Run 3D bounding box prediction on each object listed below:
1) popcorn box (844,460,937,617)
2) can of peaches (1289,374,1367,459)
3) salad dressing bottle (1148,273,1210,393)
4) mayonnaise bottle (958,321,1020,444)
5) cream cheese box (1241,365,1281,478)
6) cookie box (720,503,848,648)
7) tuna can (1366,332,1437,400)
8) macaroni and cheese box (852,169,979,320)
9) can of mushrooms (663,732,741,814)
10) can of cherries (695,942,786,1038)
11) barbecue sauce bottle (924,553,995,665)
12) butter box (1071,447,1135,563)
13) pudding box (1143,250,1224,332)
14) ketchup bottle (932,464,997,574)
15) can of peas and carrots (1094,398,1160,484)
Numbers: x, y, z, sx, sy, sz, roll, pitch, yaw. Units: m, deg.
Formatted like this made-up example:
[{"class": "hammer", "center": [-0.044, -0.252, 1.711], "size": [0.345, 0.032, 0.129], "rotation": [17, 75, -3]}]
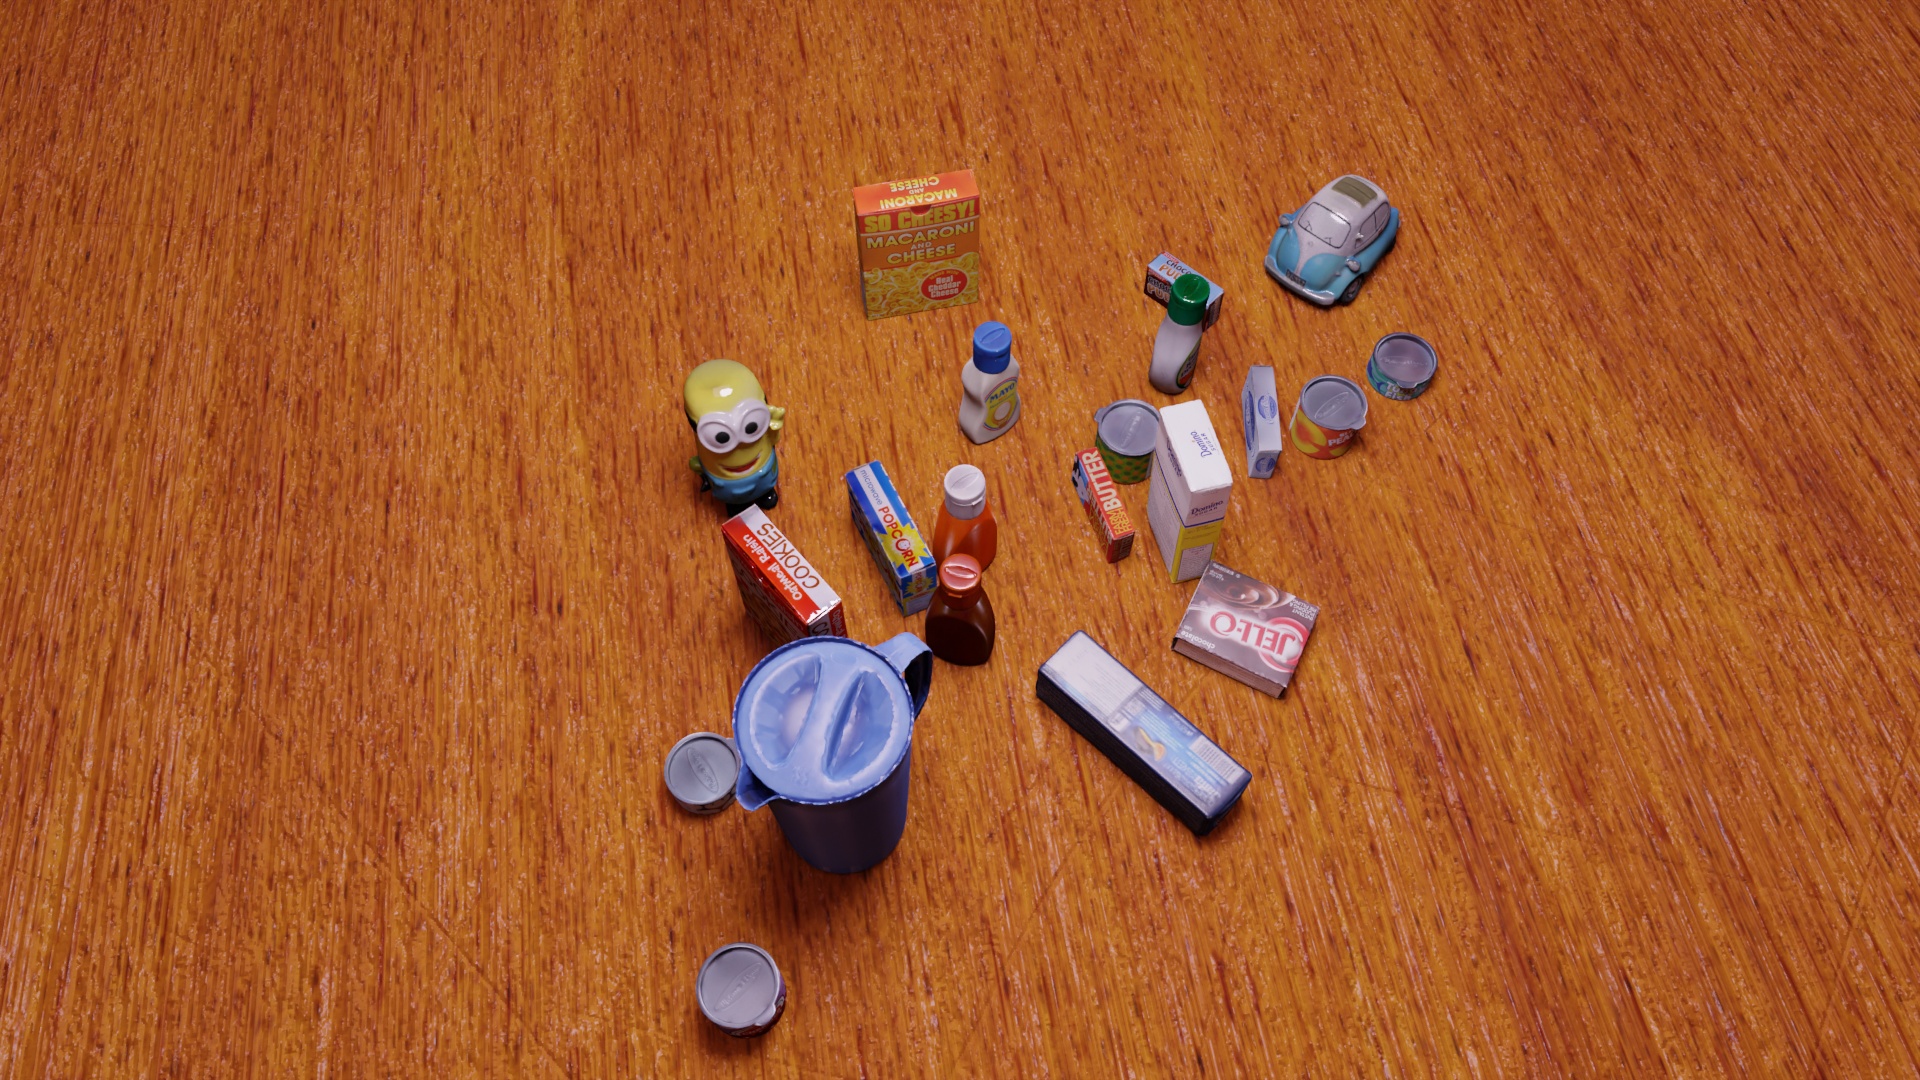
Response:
[{"class": "popcorn box", "center": [-0.065, -0.002, 1.310], "size": [0.038, 0.084, 0.127], "rotation": [-23, 64, -12]}, {"class": "can of peaches", "center": [0.370, -0.122, 1.394], "size": [0.071, 0.057, 0.071], "rotation": [0, 61, 0]}, {"class": "salad dressing bottle", "center": [0.220, -0.206, 1.389], "size": [0.044, 0.147, 0.064], "rotation": [29, 65, 15]}, {"class": "mayonnaise bottle", "center": [0.030, -0.155, 1.360], "size": [0.065, 0.147, 0.041], "rotation": [-34, 66, -17]}, {"class": "cream cheese box", "center": [0.302, -0.119, 1.395], "size": [0.024, 0.053, 0.104], "rotation": [1, 61, 1]}, {"class": "cookie box", "center": [-0.151, 0.058, 1.230], "size": [0.040, 0.166, 0.123], "rotation": [-37, 67, -18]}, {"class": "tuna can", "center": [0.457, -0.178, 1.440], "size": [0.071, 0.032, 0.071], "rotation": [0, 61, 0]}, {"class": "macaroni and cheese box", "center": [-0.043, -0.301, 1.431], "size": [0.124, 0.165, 0.040], "rotation": [-11, 62, -6]}, {"class": "can of mushrooms", "center": [-0.223, 0.204, 1.224], "size": [0.071, 0.033, 0.071], "rotation": [0, 61, 0]}, {"class": "can of cherries", "center": [-0.174, 0.366, 1.120], "size": [0.071, 0.058, 0.072], "rotation": [0, 61, 0]}, {"class": "barbecue sauce bottle", "center": [0.000, 0.062, 1.239], "size": [0.065, 0.147, 0.044], "rotation": [13, 62, 7]}, {"class": "butter box", "center": [0.138, -0.034, 1.347], "size": [0.024, 0.053, 0.104], "rotation": [-16, 62, -9]}, {"class": "pudding box", "center": [0.237, -0.265, 1.478], "size": [0.084, 0.049, 0.030], "rotation": [39, 68, 19]}, {"class": "ketchup bottle", "center": [0.005, -0.016, 1.282], "size": [0.065, 0.148, 0.043], "rotation": [-34, 66, -17]}, {"class": "can of peas and carrots", "center": [0.164, -0.098, 1.380], "size": [0.071, 0.058, 0.071], "rotation": [0, 61, 0]}]
